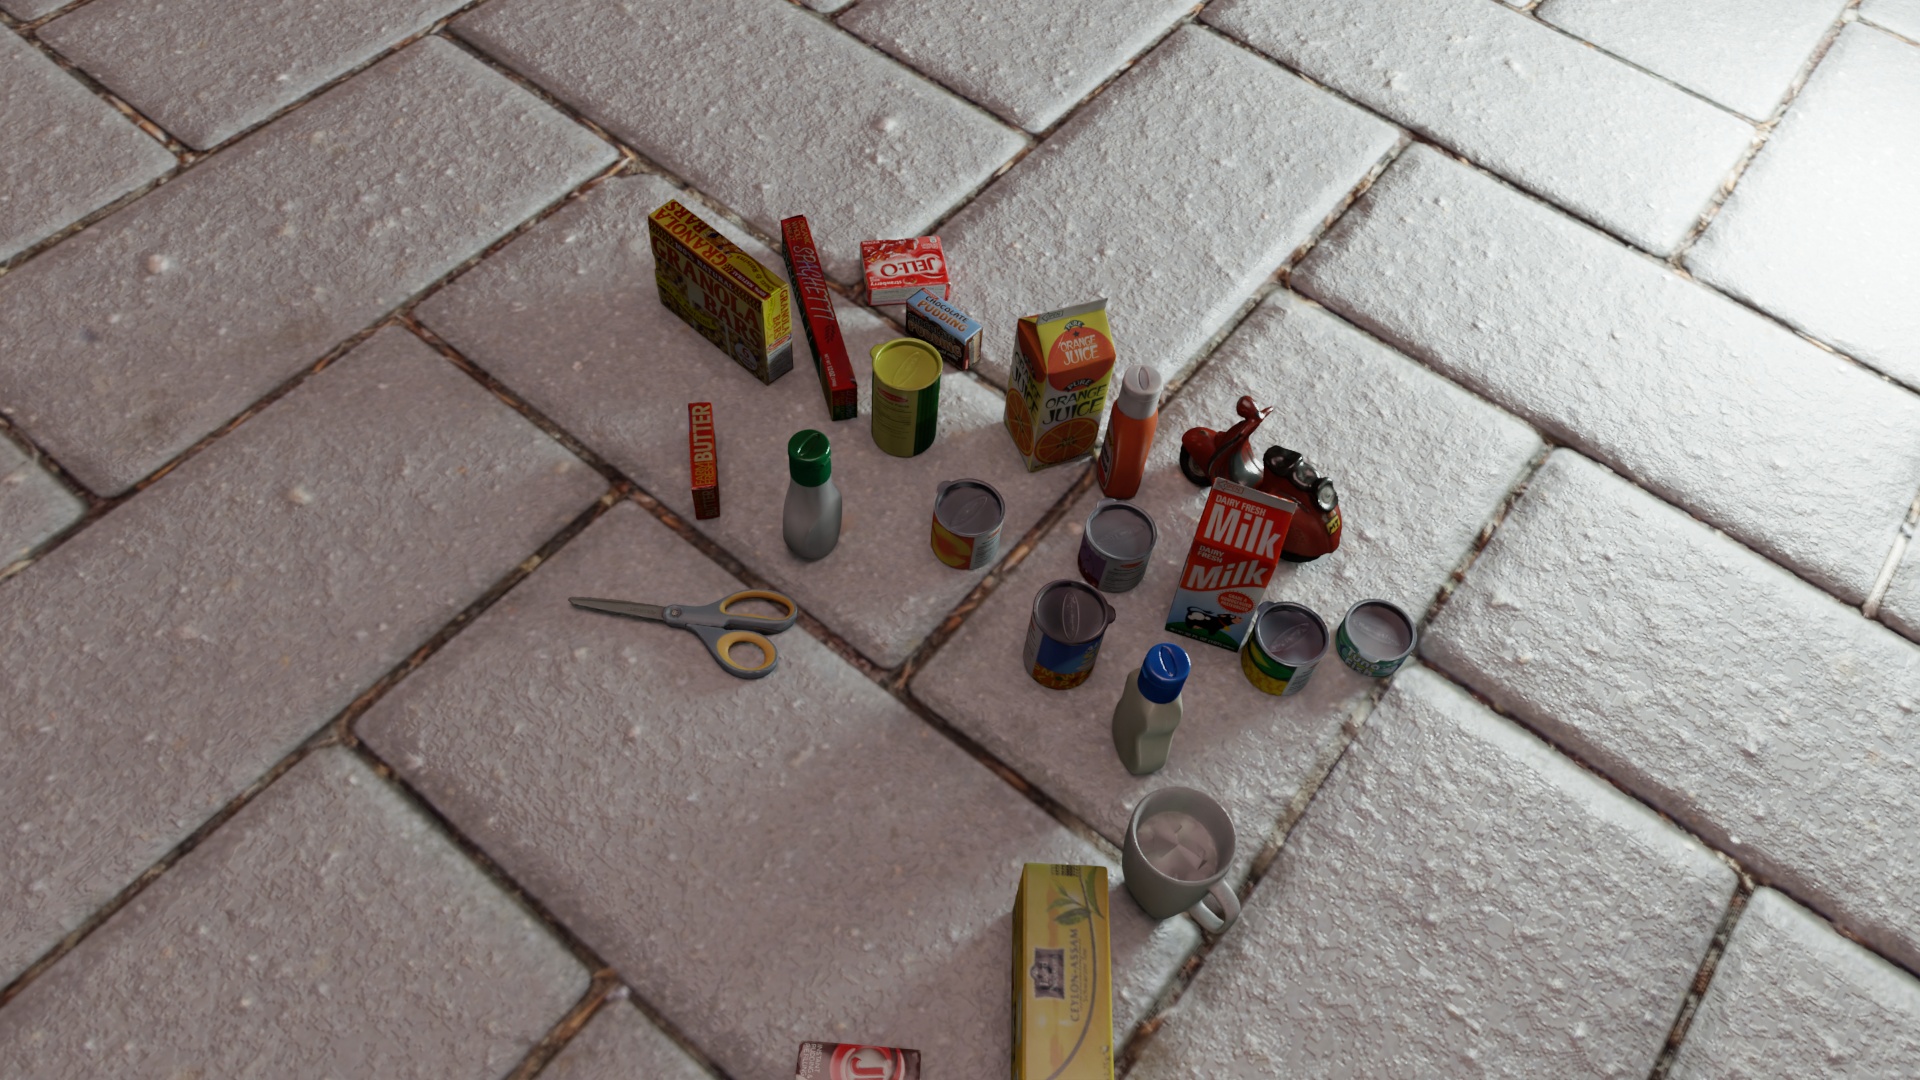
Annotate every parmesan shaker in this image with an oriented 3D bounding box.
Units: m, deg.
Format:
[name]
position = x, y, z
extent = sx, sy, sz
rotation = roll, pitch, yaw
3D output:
[parmesan shaker]
position = -0.056, -0.139, 1.345
extent = 0.071, 0.102, 0.071
rotation = 2, 56, -3

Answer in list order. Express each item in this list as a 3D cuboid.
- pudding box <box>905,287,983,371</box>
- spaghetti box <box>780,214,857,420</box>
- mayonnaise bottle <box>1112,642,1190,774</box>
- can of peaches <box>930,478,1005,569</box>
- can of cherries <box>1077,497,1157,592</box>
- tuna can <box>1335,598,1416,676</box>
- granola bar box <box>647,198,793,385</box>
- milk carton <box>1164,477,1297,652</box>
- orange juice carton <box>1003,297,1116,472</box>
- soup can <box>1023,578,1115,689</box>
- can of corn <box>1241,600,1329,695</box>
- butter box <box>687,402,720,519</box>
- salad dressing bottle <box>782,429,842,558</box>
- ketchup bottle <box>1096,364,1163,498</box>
[pudding box]
position = -0.017, -0.219, 1.435
extent = 0.084, 0.049, 0.030
rotation = 38, 61, 19
[spaghetti box]
position = -0.147, -0.234, 1.434
extent = 0.029, 0.050, 0.251
rotation = -11, 57, -12
[mayonnaise bottle]
position = 0.158, 0.136, 1.147
extent = 0.041, 0.147, 0.065
rotation = -10, 57, -11
[can of peaches]
position = 0.005, -0.016, 1.293
extent = 0.071, 0.057, 0.071
rotation = 2, 56, -3
[can of cherries]
position = 0.144, 0.004, 1.291
extent = 0.071, 0.058, 0.072
rotation = 2, 56, -3
[tuna can]
position = 0.378, 0.091, 1.267
extent = 0.071, 0.032, 0.071
rotation = 2, 55, -3
[granola bar box]
position = -0.240, -0.247, 1.391
extent = 0.166, 0.123, 0.039
rotation = 38, 61, 20
[milk carton]
position = 0.237, 0.012, 1.214
extent = 0.072, 0.189, 0.074
rotation = 18, 56, 8
[orange juice carton]
position = 0.094, -0.156, 1.316
extent = 0.072, 0.191, 0.073
rotation = -15, 59, -15
[soup can]
position = 0.094, 0.084, 1.217
extent = 0.071, 0.083, 0.072
rotation = 2, 56, -3
[can of corn]
position = 0.287, 0.095, 1.241
extent = 0.071, 0.058, 0.071
rotation = 2, 56, -3
[butter box]
position = -0.243, -0.076, 1.316
extent = 0.024, 0.052, 0.104
rotation = -5, 56, -8
[salad dressing bottle]
position = -0.133, -0.041, 1.244
extent = 0.044, 0.146, 0.064
rotation = 30, 59, 15
[ketchup bottle]
position = 0.161, -0.105, 1.313
extent = 0.043, 0.148, 0.065
rotation = 2, 56, -3
